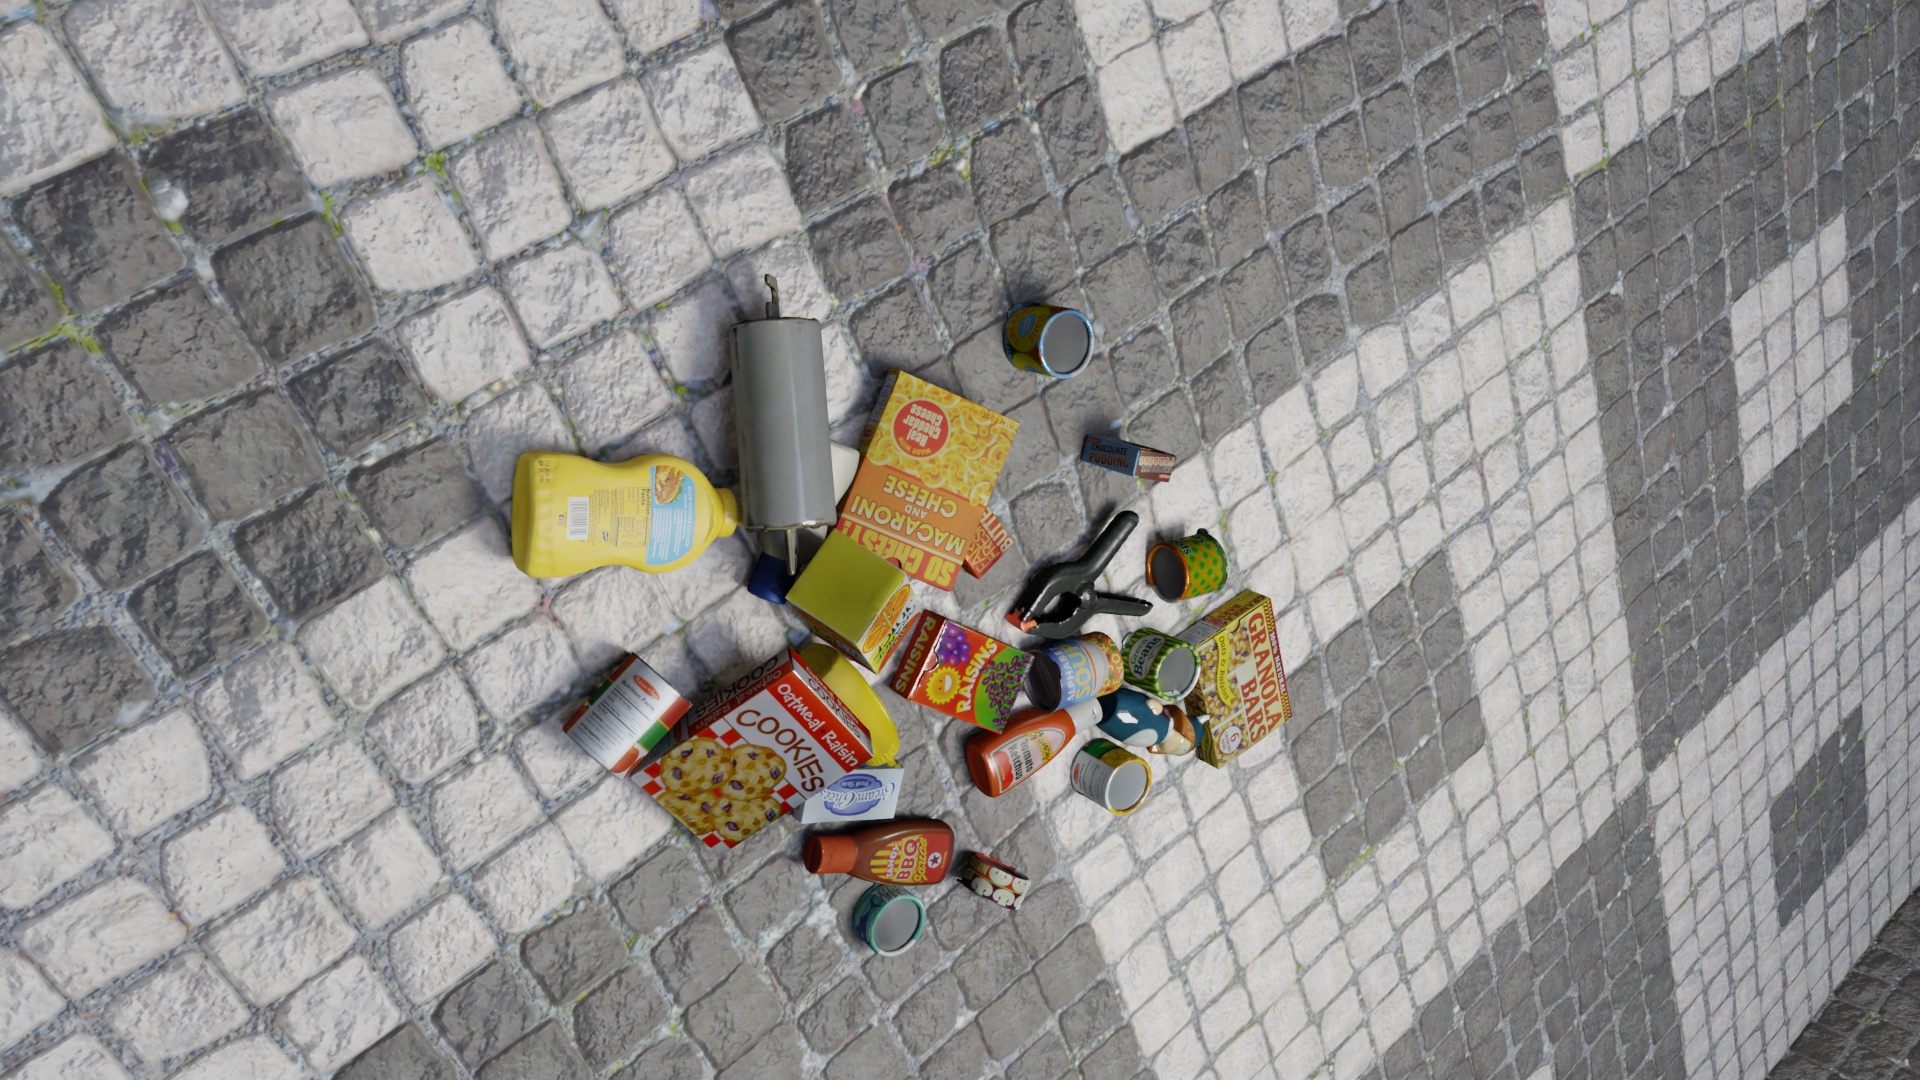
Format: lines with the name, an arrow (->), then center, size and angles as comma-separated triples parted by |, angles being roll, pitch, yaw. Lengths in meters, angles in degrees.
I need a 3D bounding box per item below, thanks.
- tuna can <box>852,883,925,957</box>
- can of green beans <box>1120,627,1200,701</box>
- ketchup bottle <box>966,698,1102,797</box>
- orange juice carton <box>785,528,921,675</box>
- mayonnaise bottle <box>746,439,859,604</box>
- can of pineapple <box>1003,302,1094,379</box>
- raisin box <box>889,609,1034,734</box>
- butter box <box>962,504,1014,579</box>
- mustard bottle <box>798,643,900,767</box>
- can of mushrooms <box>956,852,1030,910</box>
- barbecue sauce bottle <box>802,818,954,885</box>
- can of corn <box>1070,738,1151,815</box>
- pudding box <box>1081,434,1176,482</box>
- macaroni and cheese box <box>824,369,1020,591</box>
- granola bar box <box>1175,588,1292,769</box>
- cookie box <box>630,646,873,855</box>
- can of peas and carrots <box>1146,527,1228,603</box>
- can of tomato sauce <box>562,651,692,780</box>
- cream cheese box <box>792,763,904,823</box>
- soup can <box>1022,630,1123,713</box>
tuna can -> -0.069, 0.368, 1.359 | 0.071, 0.033, 0.071 | -11, 110, -33
can of green beans -> 0.213, 0.132, 1.478 | 0.071, 0.058, 0.071 | -10, 109, -33
ketchup bottle -> 0.077, 0.200, 1.410 | 0.149, 0.043, 0.064 | -26, 116, -28
orange juice carton -> -0.086, 0.060, 1.199 | 0.072, 0.073, 0.192 | -56, 169, -11
mayonnaise bottle -> -0.141, -0.019, 1.196 | 0.065, 0.041, 0.148 | 21, 91, -31
can of pineapple -> 0.082, -0.188, 1.296 | 0.071, 0.058, 0.070 | -11, 109, -33
raisin box -> 0.003, 0.128, 1.340 | 0.123, 0.040, 0.086 | 26, 88, -37
butter box -> 0.005, -0.016, 1.310 | 0.053, 0.024, 0.103 | -46, 124, -15
mustard bottle -> -0.094, 0.161, 1.264 | 0.049, 0.065, 0.159 | -46, 126, -19
can of mushrooms -> 0.034, 0.344, 1.406 | 0.071, 0.071, 0.033 | 27, 87, -37
barbecue sauce bottle -> -0.078, 0.298, 1.326 | 0.149, 0.044, 0.064 | 8, 99, -36
can of corn -> 0.162, 0.250, 1.475 | 0.071, 0.058, 0.071 | -11, 109, -33
pudding box -> 0.165, -0.082, 1.368 | 0.050, 0.084, 0.030 | 7, 99, -37
macaroni and cheese box -> -0.036, -0.053, 1.240 | 0.124, 0.040, 0.166 | 22, 89, -19
granola bar box -> 0.309, 0.157, 1.565 | 0.125, 0.039, 0.164 | -30, 118, -26
cookie box -> -0.177, 0.181, 1.187 | 0.167, 0.040, 0.122 | -34, 123, 6
can of peas and carrots -> 0.238, 0.027, 1.462 | 0.059, 0.071, 0.070 | -13, 110, -32
can of tomato sauce -> -0.271, 0.144, 1.133 | 0.083, 0.071, 0.071 | -49, 125, -14
cream cheese box -> -0.105, 0.235, 1.302 | 0.104, 0.024, 0.053 | 4, 102, -36
soup can -> 0.114, 0.131, 1.400 | 0.084, 0.071, 0.071 | -13, 110, -33
